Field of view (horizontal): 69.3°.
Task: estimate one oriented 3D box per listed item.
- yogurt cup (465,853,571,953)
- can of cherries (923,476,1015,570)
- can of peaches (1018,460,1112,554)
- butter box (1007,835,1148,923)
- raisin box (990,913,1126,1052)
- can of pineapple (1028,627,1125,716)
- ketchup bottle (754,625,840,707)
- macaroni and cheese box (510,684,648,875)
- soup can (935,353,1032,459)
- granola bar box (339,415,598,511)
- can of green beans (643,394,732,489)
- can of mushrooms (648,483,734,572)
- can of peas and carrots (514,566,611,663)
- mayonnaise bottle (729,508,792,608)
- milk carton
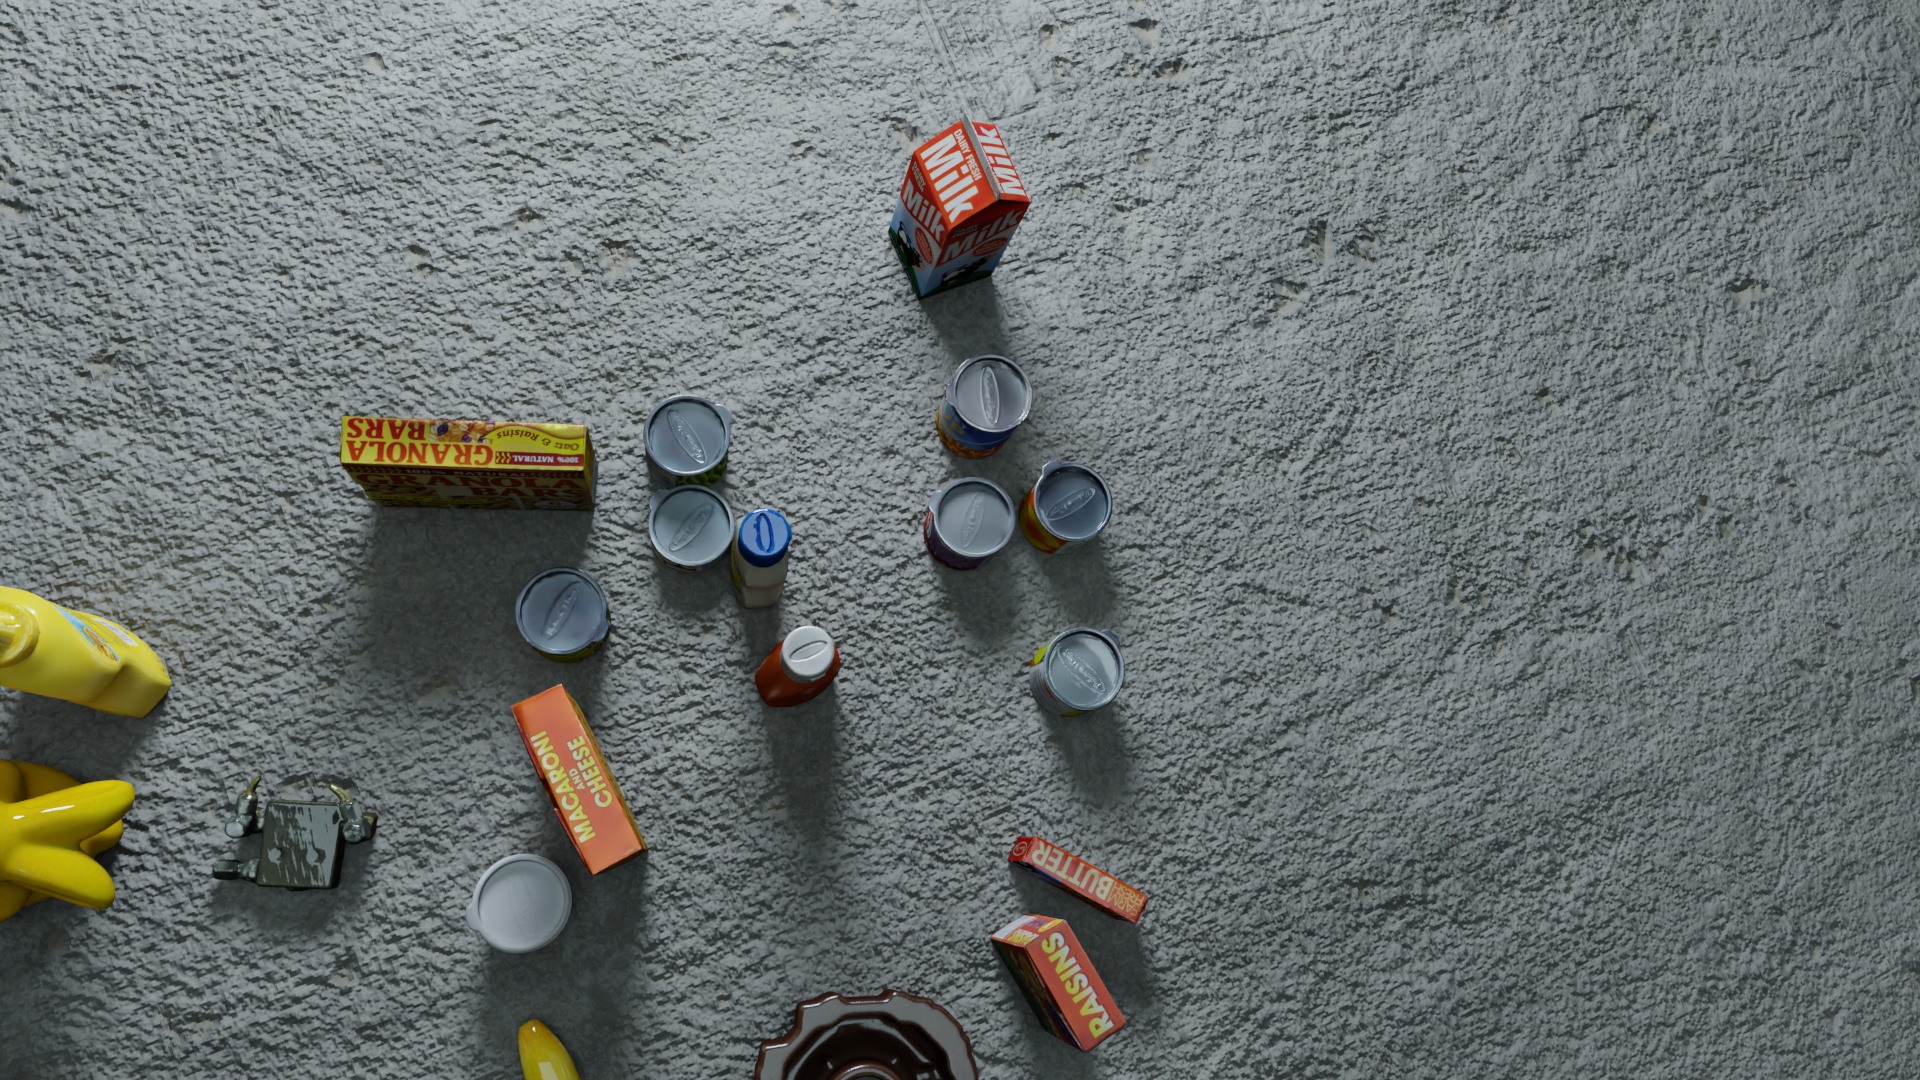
[{"bbox_3d":[-0.314,0.261,1.003,0.072,0.053,0.072,2,77,-10],"label":"yogurt cup"},{"bbox_3d":[0.004,-0.014,1.127,0.071,0.058,0.071,2,77,-10],"label":"can of cherries"},{"bbox_3d":[0.085,-0.027,1.146,0.071,0.058,0.071,2,77,-10],"label":"can of peaches"},{"bbox_3d":[0.091,0.263,1.082,0.103,0.053,0.024,29,74,-3],"label":"butter box"},{"bbox_3d":[0.069,0.324,1.027,0.040,0.123,0.086,-29,84,-15],"label":"raisin box"},{"bbox_3d":[0.094,0.106,1.117,0.071,0.057,0.071,2,77,-10],"label":"can of pineapple"},{"bbox_3d":[-0.118,0.093,1.031,0.065,0.148,0.043,-23,83,-15],"label":"ketchup bottle"},{"bbox_3d":[-0.265,0.172,0.975,0.040,0.166,0.124,-26,83,-15],"label":"macaroni and cheese box"},{"bbox_3d":[0.015,-0.109,1.138,0.071,0.083,0.071,2,77,-10],"label":"soup can"},{"bbox_3d":[-0.359,-0.054,1.032,0.166,0.124,0.039,1,77,-11],"label":"granola bar box"},{"bbox_3d":[-0.216,-0.075,1.099,0.071,0.057,0.071,2,77,-10],"label":"can of green beans"},{"bbox_3d":[-0.214,-0.011,1.097,0.071,0.033,0.071,2,77,-10],"label":"can of mushrooms"},{"bbox_3d":[-0.297,0.058,1.052,0.071,0.058,0.071,2,77,-10],"label":"can of peas and carrots"},{"bbox_3d":[-0.151,0.010,1.045,0.041,0.147,0.065,-7,79,-12],"label":"mayonnaise bottle"},{"bbox_3d":[-0.001,-0.268,1.117,0.073,0.190,0.072,-22,82,-15],"label":"milk carton"}]
